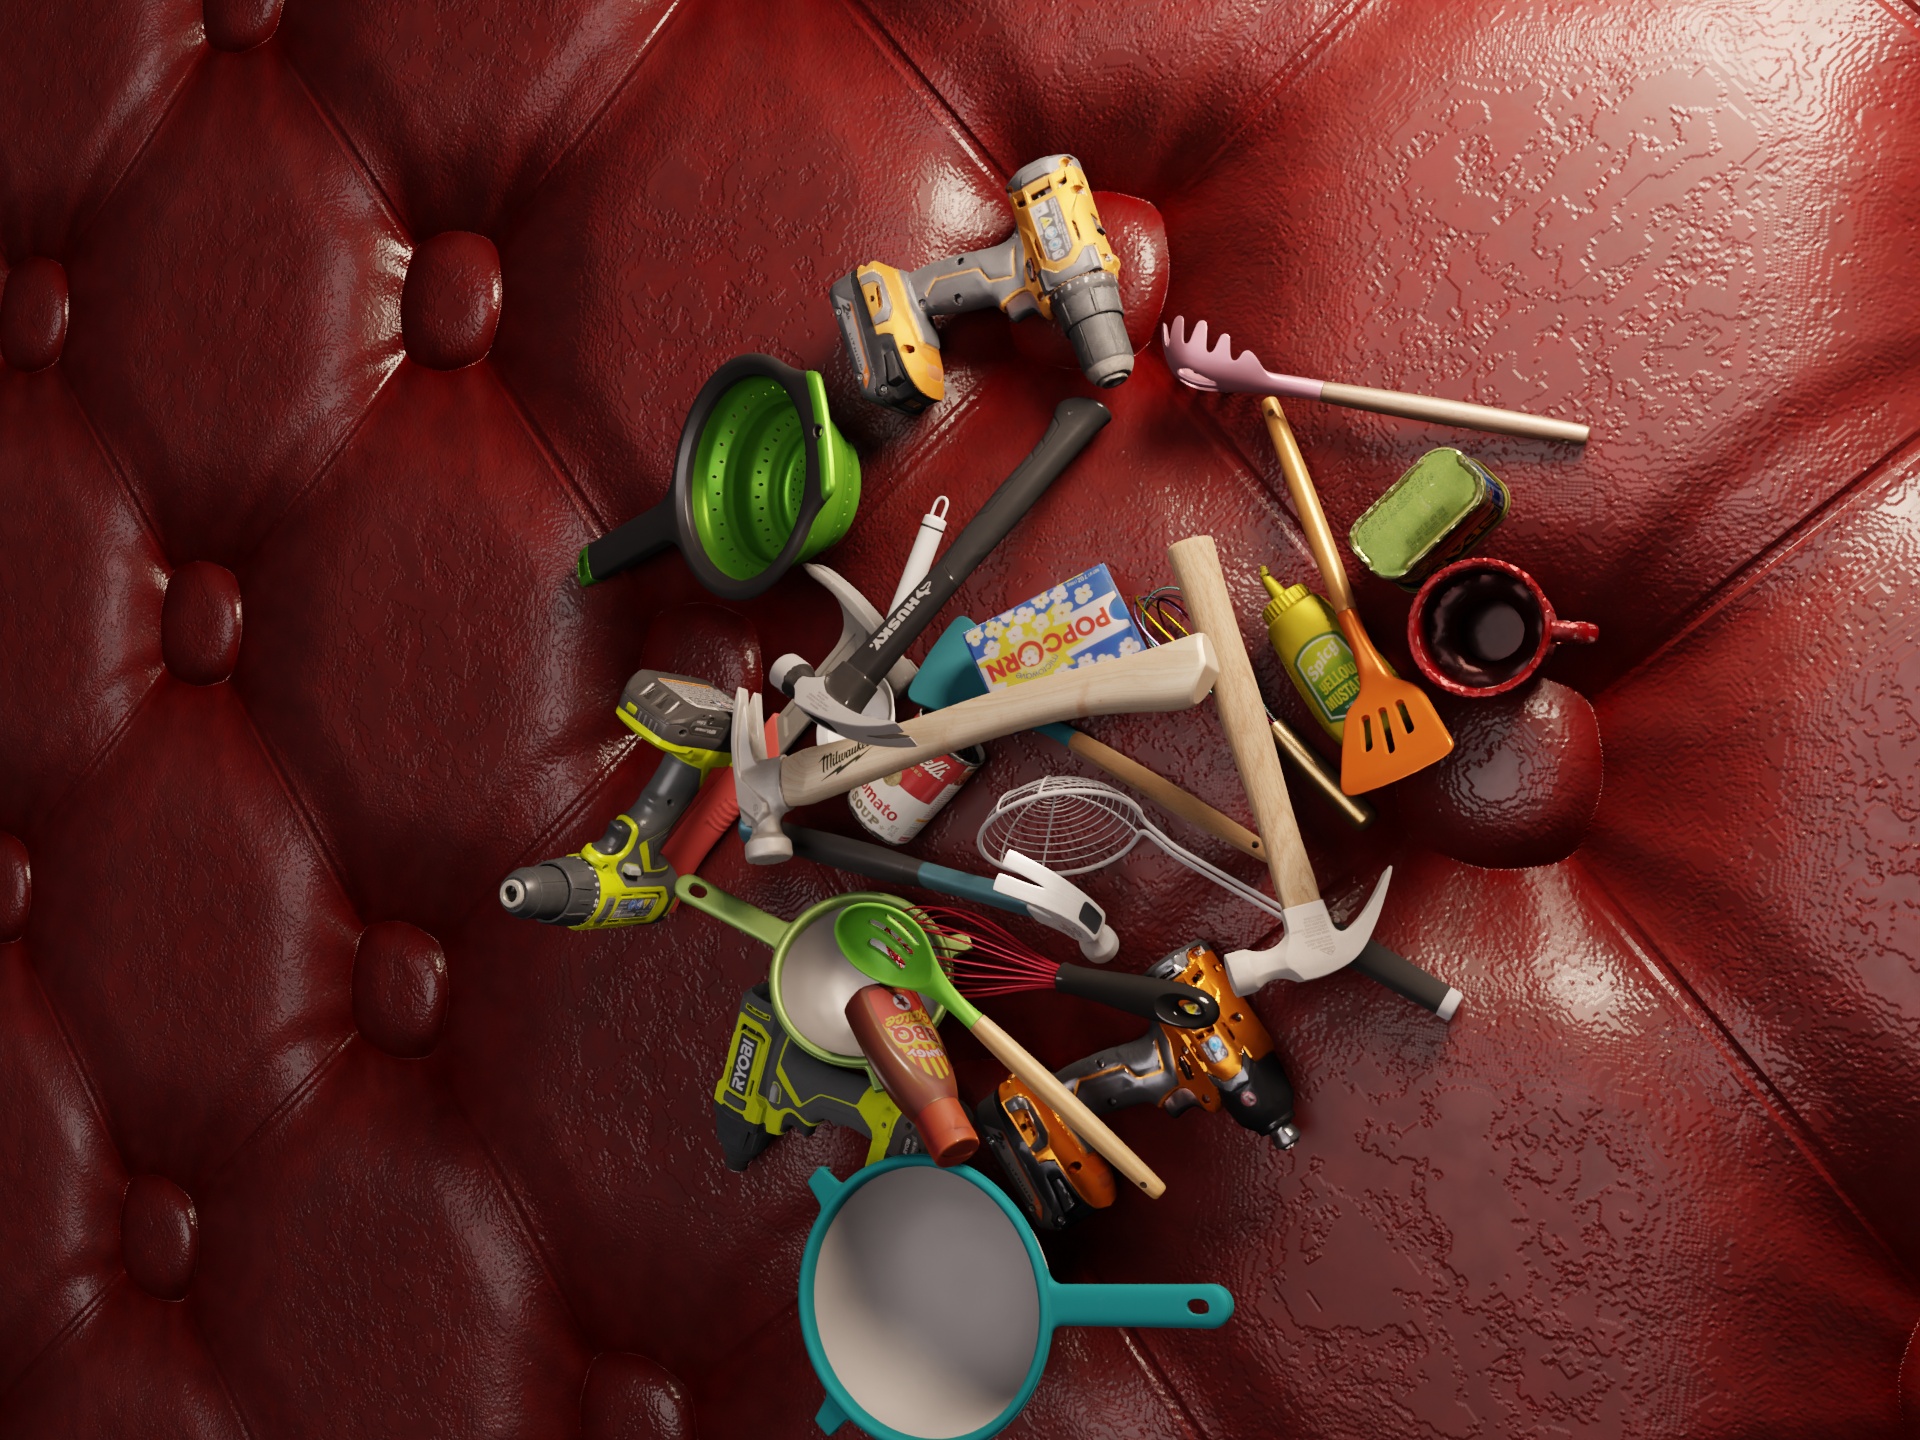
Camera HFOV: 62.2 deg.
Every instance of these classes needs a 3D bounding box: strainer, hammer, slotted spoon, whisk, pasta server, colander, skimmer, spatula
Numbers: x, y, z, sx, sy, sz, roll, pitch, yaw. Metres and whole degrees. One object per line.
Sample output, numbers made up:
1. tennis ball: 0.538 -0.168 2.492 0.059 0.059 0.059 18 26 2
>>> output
1. strainer: -0.127 0.201 1.333 0.256 0.069 0.151 25 64 15
2. hammer: 0.214 0.022 1.147 0.130 0.031 0.331 -15 77 2
3. slotted spoon: 0.030 0.245 1.192 0.314 0.031 0.070 41 121 12
4. hammer: -0.189 0.034 1.413 0.359 0.036 0.149 -48 69 19
5. hammer: -0.039 0.123 1.285 0.331 0.128 0.033 11 66 29
6. strainer: -0.057 -0.061 1.301 0.087 0.050 0.258 26 97 45
7. strainer: 0.046 0.426 1.181 0.340 0.095 0.211 -9 77 24
8. whisk: 0.061 0.192 1.205 0.296 0.073 0.073 7 93 34
9. pasta server: 0.291 -0.240 1.149 0.316 0.060 0.040 15 79 22
10. hammer: 0.002 -0.121 1.236 0.335 0.035 0.146 -49 48 -7
11. colander: -0.206 -0.183 1.404 0.397 0.094 0.204 -18 76 45
12. skimmer: 0.185 0.144 1.178 0.363 0.127 0.090 29 61 21
13. hammer: -0.002 -0.004 1.219 0.410 0.038 0.146 -17 72 25
14. whisk: 0.219 -0.012 1.191 0.051 0.047 0.245 -41 75 -8
15. spatula: 0.263 -0.100 1.126 0.081 0.041 0.323 -27 63 27
16. spatula: 0.106 0.026 1.248 0.318 0.044 0.082 31 83 23

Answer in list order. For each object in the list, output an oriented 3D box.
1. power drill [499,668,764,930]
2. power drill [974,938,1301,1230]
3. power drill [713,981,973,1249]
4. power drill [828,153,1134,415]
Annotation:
1. power drill: -0.277 0.076 1.335 0.080 0.190 0.228 34 100 24
2. power drill: 0.140 0.294 1.210 0.226 0.084 0.164 -39 73 19
3. power drill: -0.111 0.344 1.349 0.223 0.080 0.171 23 105 30
4. power drill: 0.024 -0.322 1.278 0.226 0.084 0.185 -22 81 22
